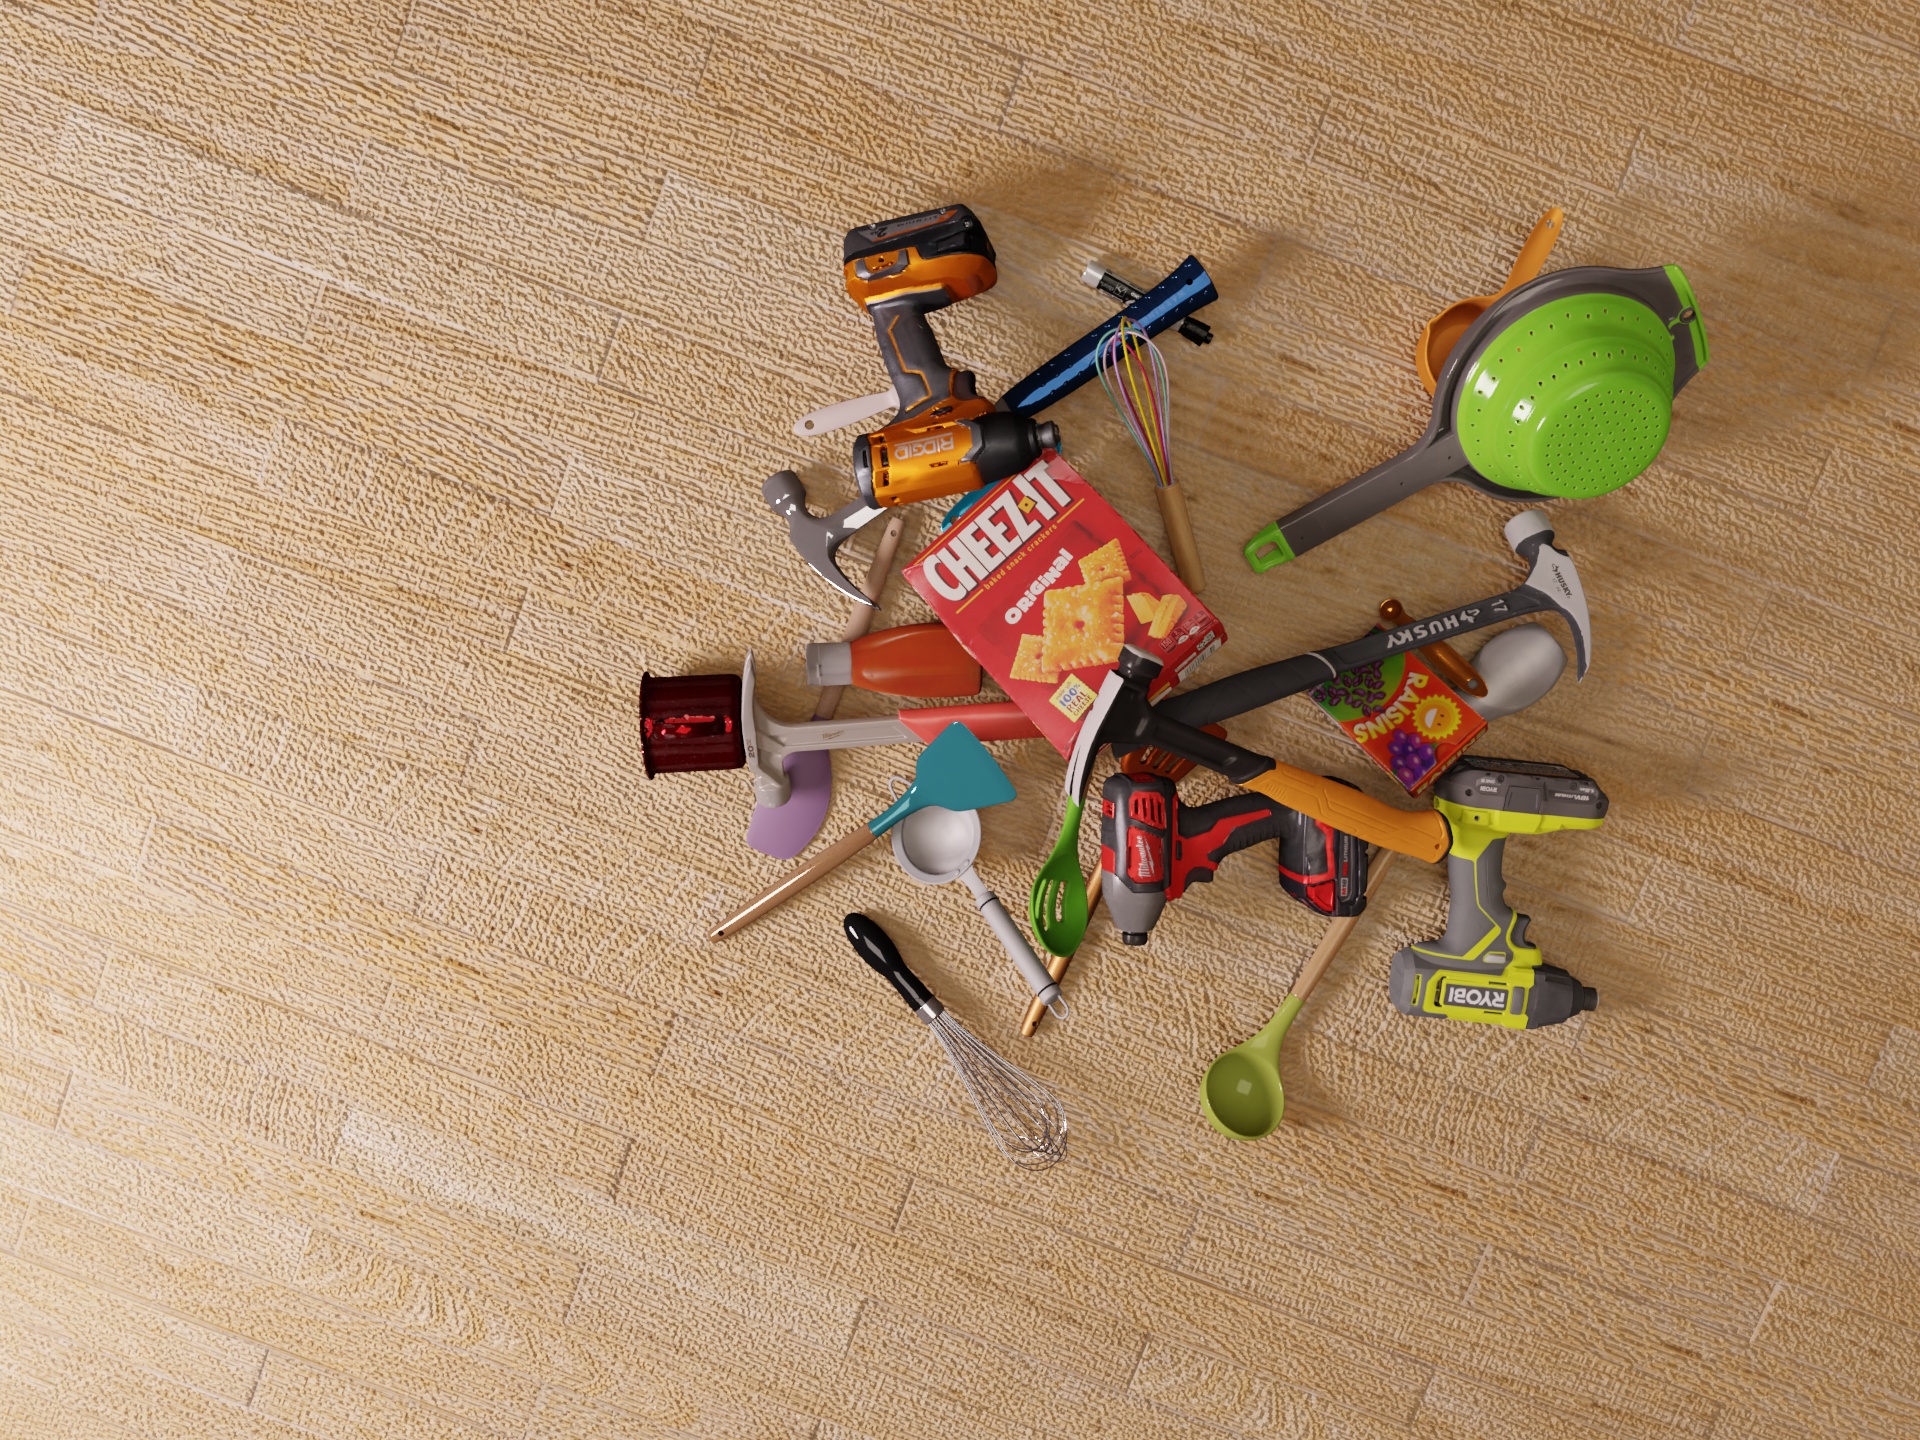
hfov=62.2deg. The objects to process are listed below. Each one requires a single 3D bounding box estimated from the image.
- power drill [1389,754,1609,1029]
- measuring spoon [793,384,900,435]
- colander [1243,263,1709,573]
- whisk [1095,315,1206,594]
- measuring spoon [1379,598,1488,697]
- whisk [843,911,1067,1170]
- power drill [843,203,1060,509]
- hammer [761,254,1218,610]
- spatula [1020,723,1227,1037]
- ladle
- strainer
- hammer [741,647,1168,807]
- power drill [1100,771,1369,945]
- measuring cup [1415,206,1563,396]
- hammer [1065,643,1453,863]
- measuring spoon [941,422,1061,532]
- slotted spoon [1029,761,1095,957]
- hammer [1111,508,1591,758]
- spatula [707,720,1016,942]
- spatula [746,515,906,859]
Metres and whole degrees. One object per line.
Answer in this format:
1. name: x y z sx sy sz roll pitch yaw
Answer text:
1. power drill: 0.467 0.149 1.349 0.171 0.080 0.223 6 100 1
2. measuring spoon: -0.084 -0.266 1.350 0.124 0.018 0.034 -17 95 5
3. colander: 0.416 -0.205 1.270 0.397 0.095 0.204 -29 128 16
4. whisk: 0.162 -0.212 1.301 0.051 0.047 0.244 -23 116 -6
5. measuring spoon: 0.399 -0.060 1.340 0.021 0.011 0.117 -46 71 8
6. whisk: -0.005 0.277 1.388 0.070 0.070 0.284 -41 88 6
7. power drill: -0.010 -0.290 1.276 0.164 0.084 0.227 -9 77 13
8. hammer: 0.035 -0.247 1.320 0.405 0.035 0.144 -33 81 7
9. spatula: 0.125 0.134 1.374 0.081 0.041 0.322 21 99 -22
10. ladle: 0.308 0.219 1.371 0.078 0.062 0.320 31 94 -4
11. strainer: 0.018 0.147 1.340 0.087 0.050 0.259 -44 61 16
12. hammer: -0.002 -0.004 1.337 0.359 0.037 0.149 -4 127 -4
13. power drill: 0.223 0.114 1.325 0.219 0.078 0.143 -1 96 -12
14. measuring cup: 0.441 -0.339 1.309 0.095 0.052 0.173 29 94 -1
15. hammer: 0.246 0.054 1.253 0.336 0.034 0.127 21 102 -20
16. measuring spoon: 0.033 -0.203 1.358 0.128 0.021 0.042 -40 91 15
17. slotted spoon: 0.102 0.038 1.311 0.070 0.031 0.314 13 87 -44
18. hammer: 0.315 -0.046 1.299 0.409 0.036 0.149 -18 65 0
19. spatula: -0.097 0.109 1.354 0.317 0.044 0.082 -35 101 16
20. spatula: -0.108 -0.026 1.377 0.059 0.018 0.316 20 97 -6
